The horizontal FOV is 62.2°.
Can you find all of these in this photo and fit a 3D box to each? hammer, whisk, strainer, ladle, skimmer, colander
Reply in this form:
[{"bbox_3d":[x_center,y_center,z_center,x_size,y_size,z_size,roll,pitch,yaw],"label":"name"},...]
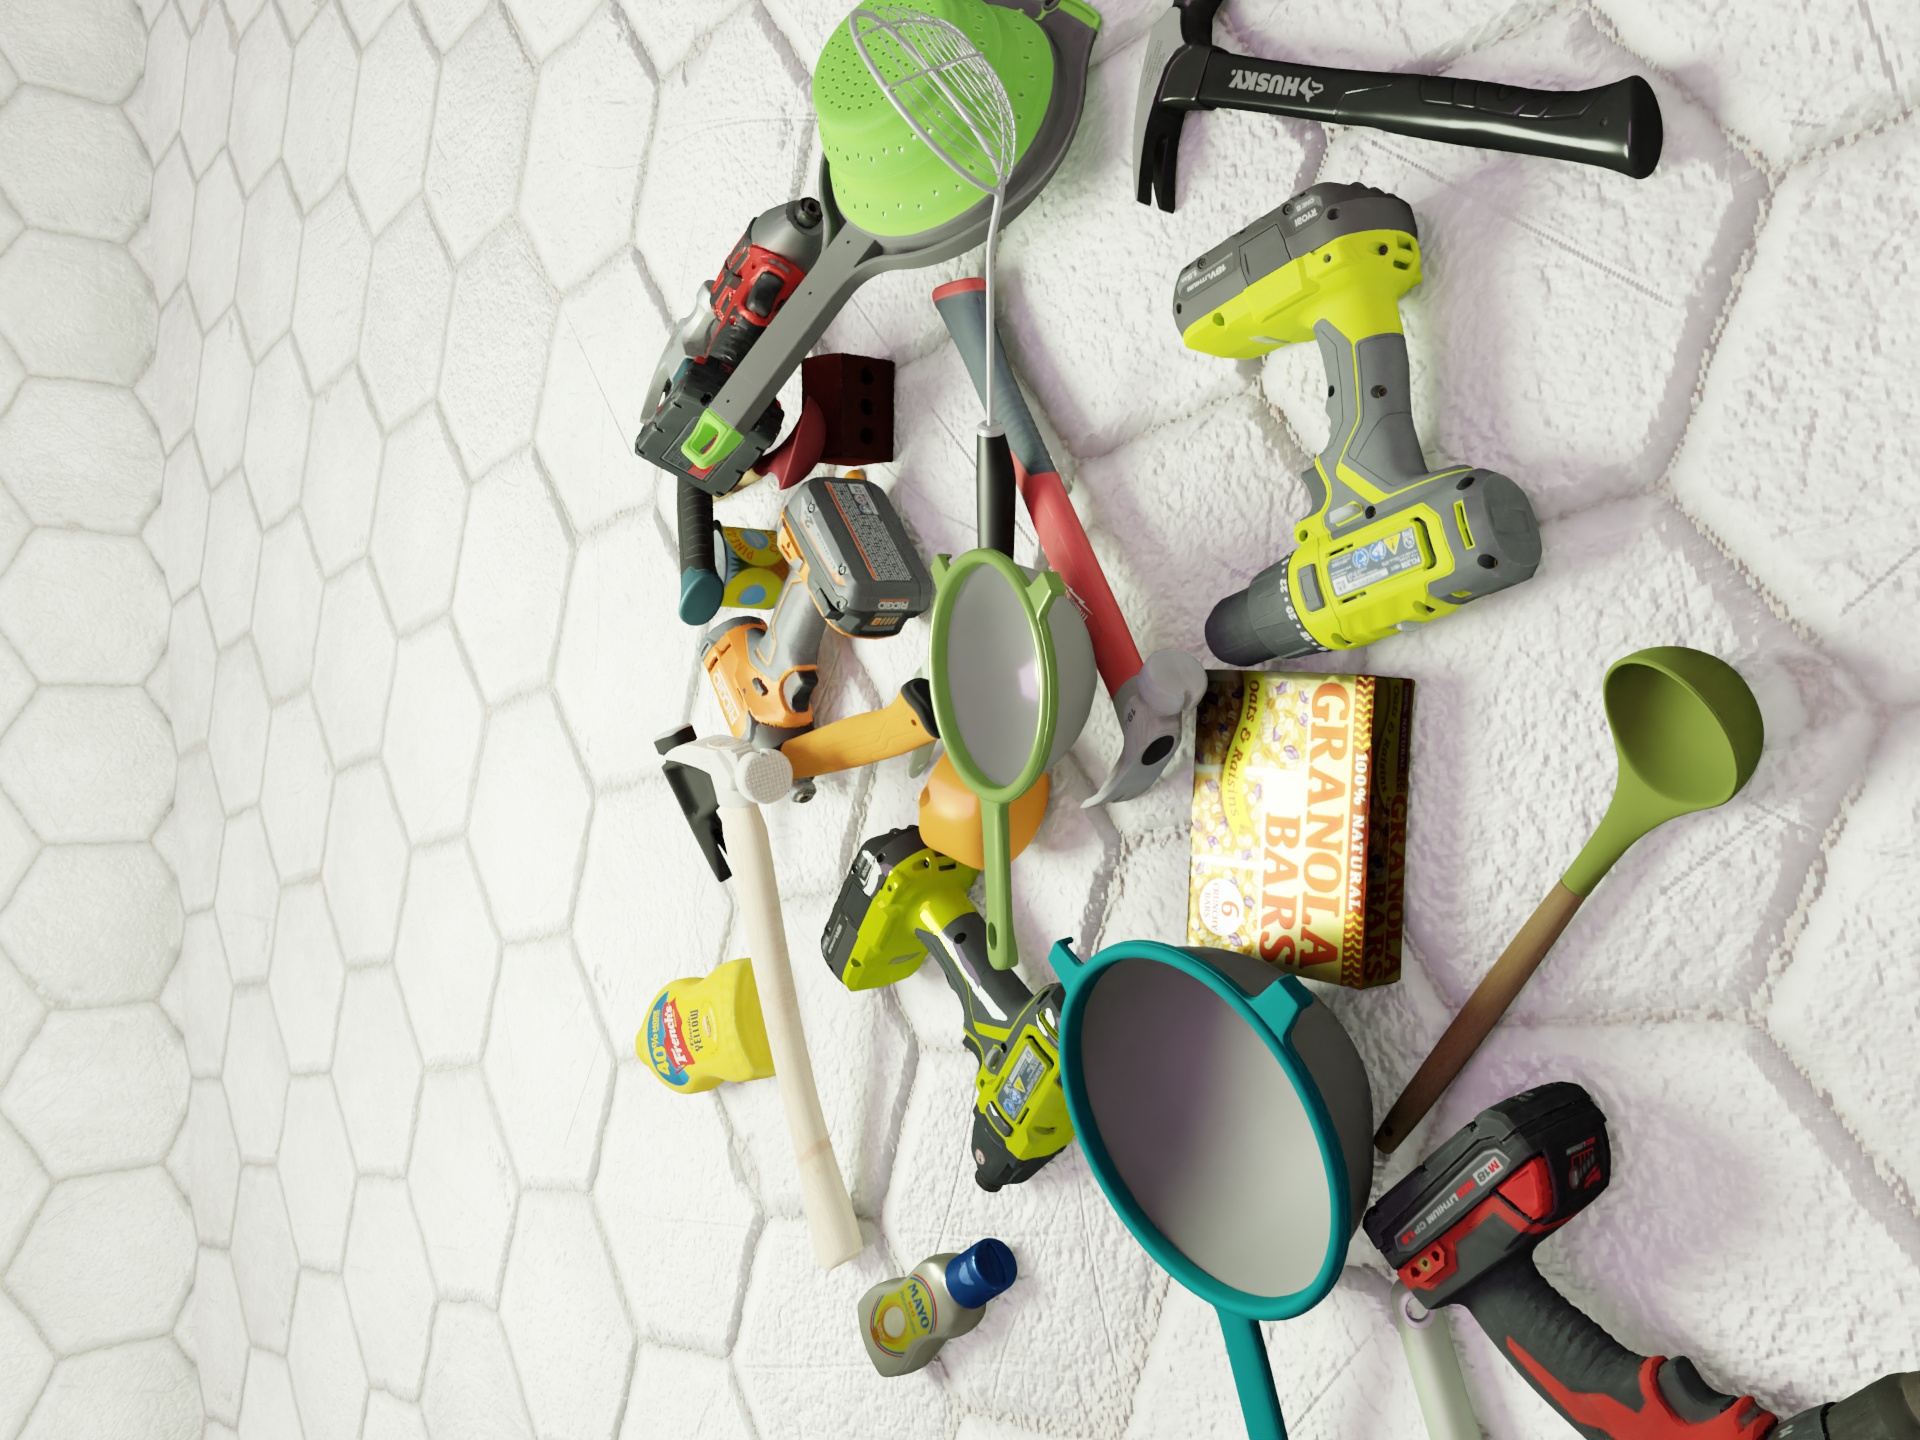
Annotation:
[{"bbox_3d":[-0.136,0.211,1.170,0.146,0.038,0.410,9,113,56],"label":"hammer"},{"bbox_3d":[0.261,0.405,0.797,0.058,0.059,0.246,-16,70,10],"label":"whisk"},{"bbox_3d":[0.043,0.023,0.956,0.152,0.069,0.256,19,114,62],"label":"strainer"},{"bbox_3d":[-0.110,0.034,1.141,0.337,0.034,0.127,-18,98,50],"label":"hammer"},{"bbox_3d":[0.170,0.268,0.877,0.211,0.095,0.340,-1,105,55],"label":"strainer"},{"bbox_3d":[-0.166,-0.193,1.244,0.315,0.031,0.069,-4,68,64],"label":"ladle"},{"bbox_3d":[-0.216,-0.210,1.282,0.128,0.033,0.331,-47,38,37],"label":"hammer"},{"bbox_3d":[-0.011,-0.239,0.971,0.090,0.127,0.363,3,116,10],"label":"skimmer"},{"bbox_3d":[-0.079,-0.343,1.043,0.397,0.094,0.205,-52,52,5],"label":"colander"},{"bbox_3d":[0.277,0.102,0.773,0.078,0.062,0.320,51,128,39],"label":"ladle"},{"bbox_3d":[0.052,-0.132,1.032,0.143,0.038,0.387,113,143,-53],"label":"hammer"},{"bbox_3d":[0.220,-0.329,0.859,0.335,0.035,0.146,32,112,44],"label":"hammer"}]

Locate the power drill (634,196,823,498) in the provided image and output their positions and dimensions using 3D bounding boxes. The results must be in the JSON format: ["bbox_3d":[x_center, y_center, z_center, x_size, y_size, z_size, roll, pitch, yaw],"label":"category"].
[{"bbox_3d":[-0.162,-0.291,1.201,0.143,0.078,0.220,-32,37,53],"label":"power drill"}]

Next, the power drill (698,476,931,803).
[{"bbox_3d":[-0.112,-0.054,1.199,0.226,0.084,0.164,-52,54,40],"label":"power drill"}]

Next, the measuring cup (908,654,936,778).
[{"bbox_3d":[-0.002,-0.003,1.092,0.038,0.083,0.167,46,140,22],"label":"measuring cup"}]

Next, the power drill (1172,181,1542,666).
[{"bbox_3d":[0.192,-0.149,0.858,0.190,0.080,0.229,-22,75,46],"label":"power drill"}]

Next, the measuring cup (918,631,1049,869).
[{"bbox_3d":[0.032,0.016,1.026,0.052,0.095,0.173,27,109,29],"label":"measuring cup"}]

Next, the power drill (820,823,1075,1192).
[{"bbox_3d":[0.002,0.192,1.067,0.223,0.080,0.171,49,128,34],"label":"power drill"}]

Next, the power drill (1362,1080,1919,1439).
[{"bbox_3d":[0.313,0.276,0.716,0.227,0.080,0.187,56,128,29],"label":"power drill"}]

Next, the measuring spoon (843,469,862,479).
[{"bbox_3d":[-0.112,-0.160,1.247,0.117,0.011,0.021,-38,62,42],"label":"measuring spoon"}]
